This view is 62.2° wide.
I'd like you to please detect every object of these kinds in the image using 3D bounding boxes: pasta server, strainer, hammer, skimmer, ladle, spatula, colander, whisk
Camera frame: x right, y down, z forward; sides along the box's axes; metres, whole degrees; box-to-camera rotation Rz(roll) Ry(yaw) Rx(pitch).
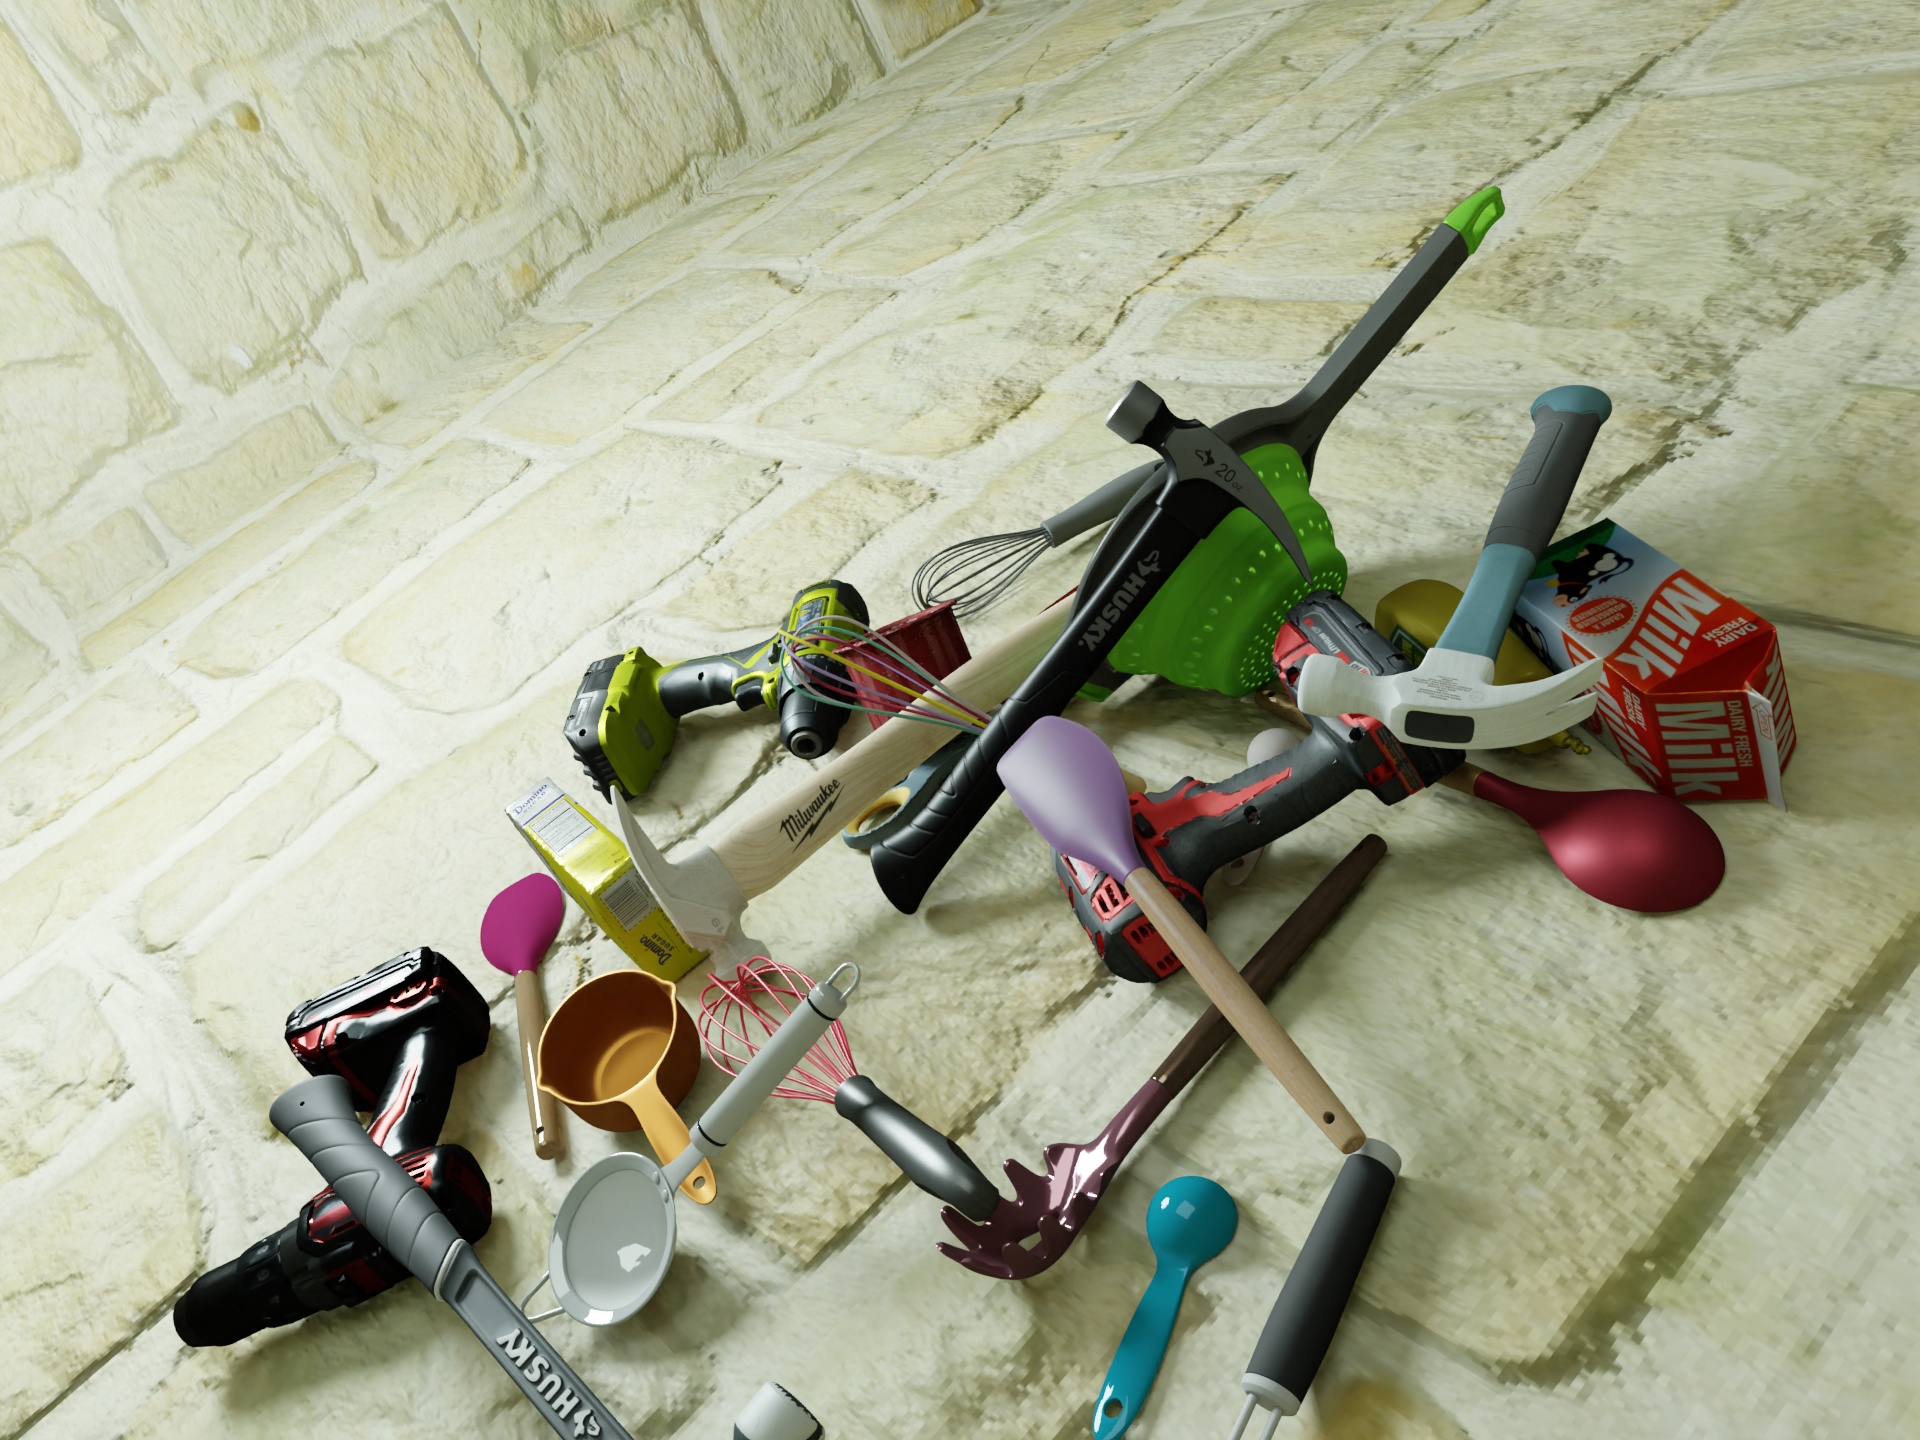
[{"bbox_3d":[0.111,0.156,0.777,0.316,0.040,0.060,-42,23,-24],"label":"pasta server"},{"bbox_3d":[-0.131,0.218,0.808,0.258,0.050,0.087,-50,49,12],"label":"strainer"},{"bbox_3d":[-0.247,0.290,0.792,0.409,0.036,0.149,25,63,40],"label":"hammer"},{"bbox_3d":[0.092,0.281,0.559,0.127,0.090,0.363,27,52,16],"label":"skimmer"},{"bbox_3d":[0.264,0.027,0.859,0.069,0.031,0.316,-38,31,-15],"label":"ladle"},{"bbox_3d":[0.102,0.092,0.787,0.060,0.018,0.316,-46,43,8],"label":"spatula"},{"bbox_3d":[0.222,-0.145,0.972,0.095,0.204,0.397,44,99,26],"label":"colander"},{"bbox_3d":[-0.064,0.187,0.820,0.073,0.073,0.296,-40,28,-18],"label":"whisk"},{"bbox_3d":[-0.025,-0.006,1.026,0.410,0.146,0.038,-36,7,-16],"label":"hammer"},{"bbox_3d":[0.291,-0.093,0.840,0.128,0.033,0.331,14,43,25],"label":"hammer"},{"bbox_3d":[0.059,-0.018,0.921,0.334,0.146,0.035,-53,2,15],"label":"hammer"},{"bbox_3d":[0.068,-0.148,1.249,0.239,0.055,0.055,-29,31,-9],"label":"whisk"},{"bbox_3d":[-0.002,-0.003,0.968,0.245,0.047,0.051,24,62,5],"label":"whisk"}]

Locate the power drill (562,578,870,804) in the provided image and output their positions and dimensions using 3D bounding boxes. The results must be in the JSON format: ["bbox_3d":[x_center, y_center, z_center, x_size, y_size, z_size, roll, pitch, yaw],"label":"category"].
[{"bbox_3d":[-0.181,-0.014,1.218,0.228,0.080,0.191,-17,33,13],"label":"power drill"}]

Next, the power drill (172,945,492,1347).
[{"bbox_3d":[-0.375,0.262,0.970,0.188,0.080,0.227,-26,34,3],"label":"power drill"}]

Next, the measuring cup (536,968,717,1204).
[{"bbox_3d":[-0.173,0.219,0.904,0.095,0.052,0.174,-37,50,-11],"label":"measuring cup"}]

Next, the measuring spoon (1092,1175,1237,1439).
[{"bbox_3d":[0.082,0.246,0.681,0.042,0.021,0.129,-3,38,36],"label":"measuring spoon"}]

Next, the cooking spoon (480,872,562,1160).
[{"bbox_3d":[-0.289,0.187,1.063,0.069,0.017,0.319,-31,31,-3],"label":"cooking spoon"}]

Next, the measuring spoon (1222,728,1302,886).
[{"bbox_3d":[0.169,0.045,0.911,0.034,0.018,0.124,-6,38,32],"label":"measuring spoon"}]

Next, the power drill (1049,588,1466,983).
[{"bbox_3d":[0.147,0.035,0.871,0.219,0.078,0.143,-37,32,6],"label":"power drill"}]
